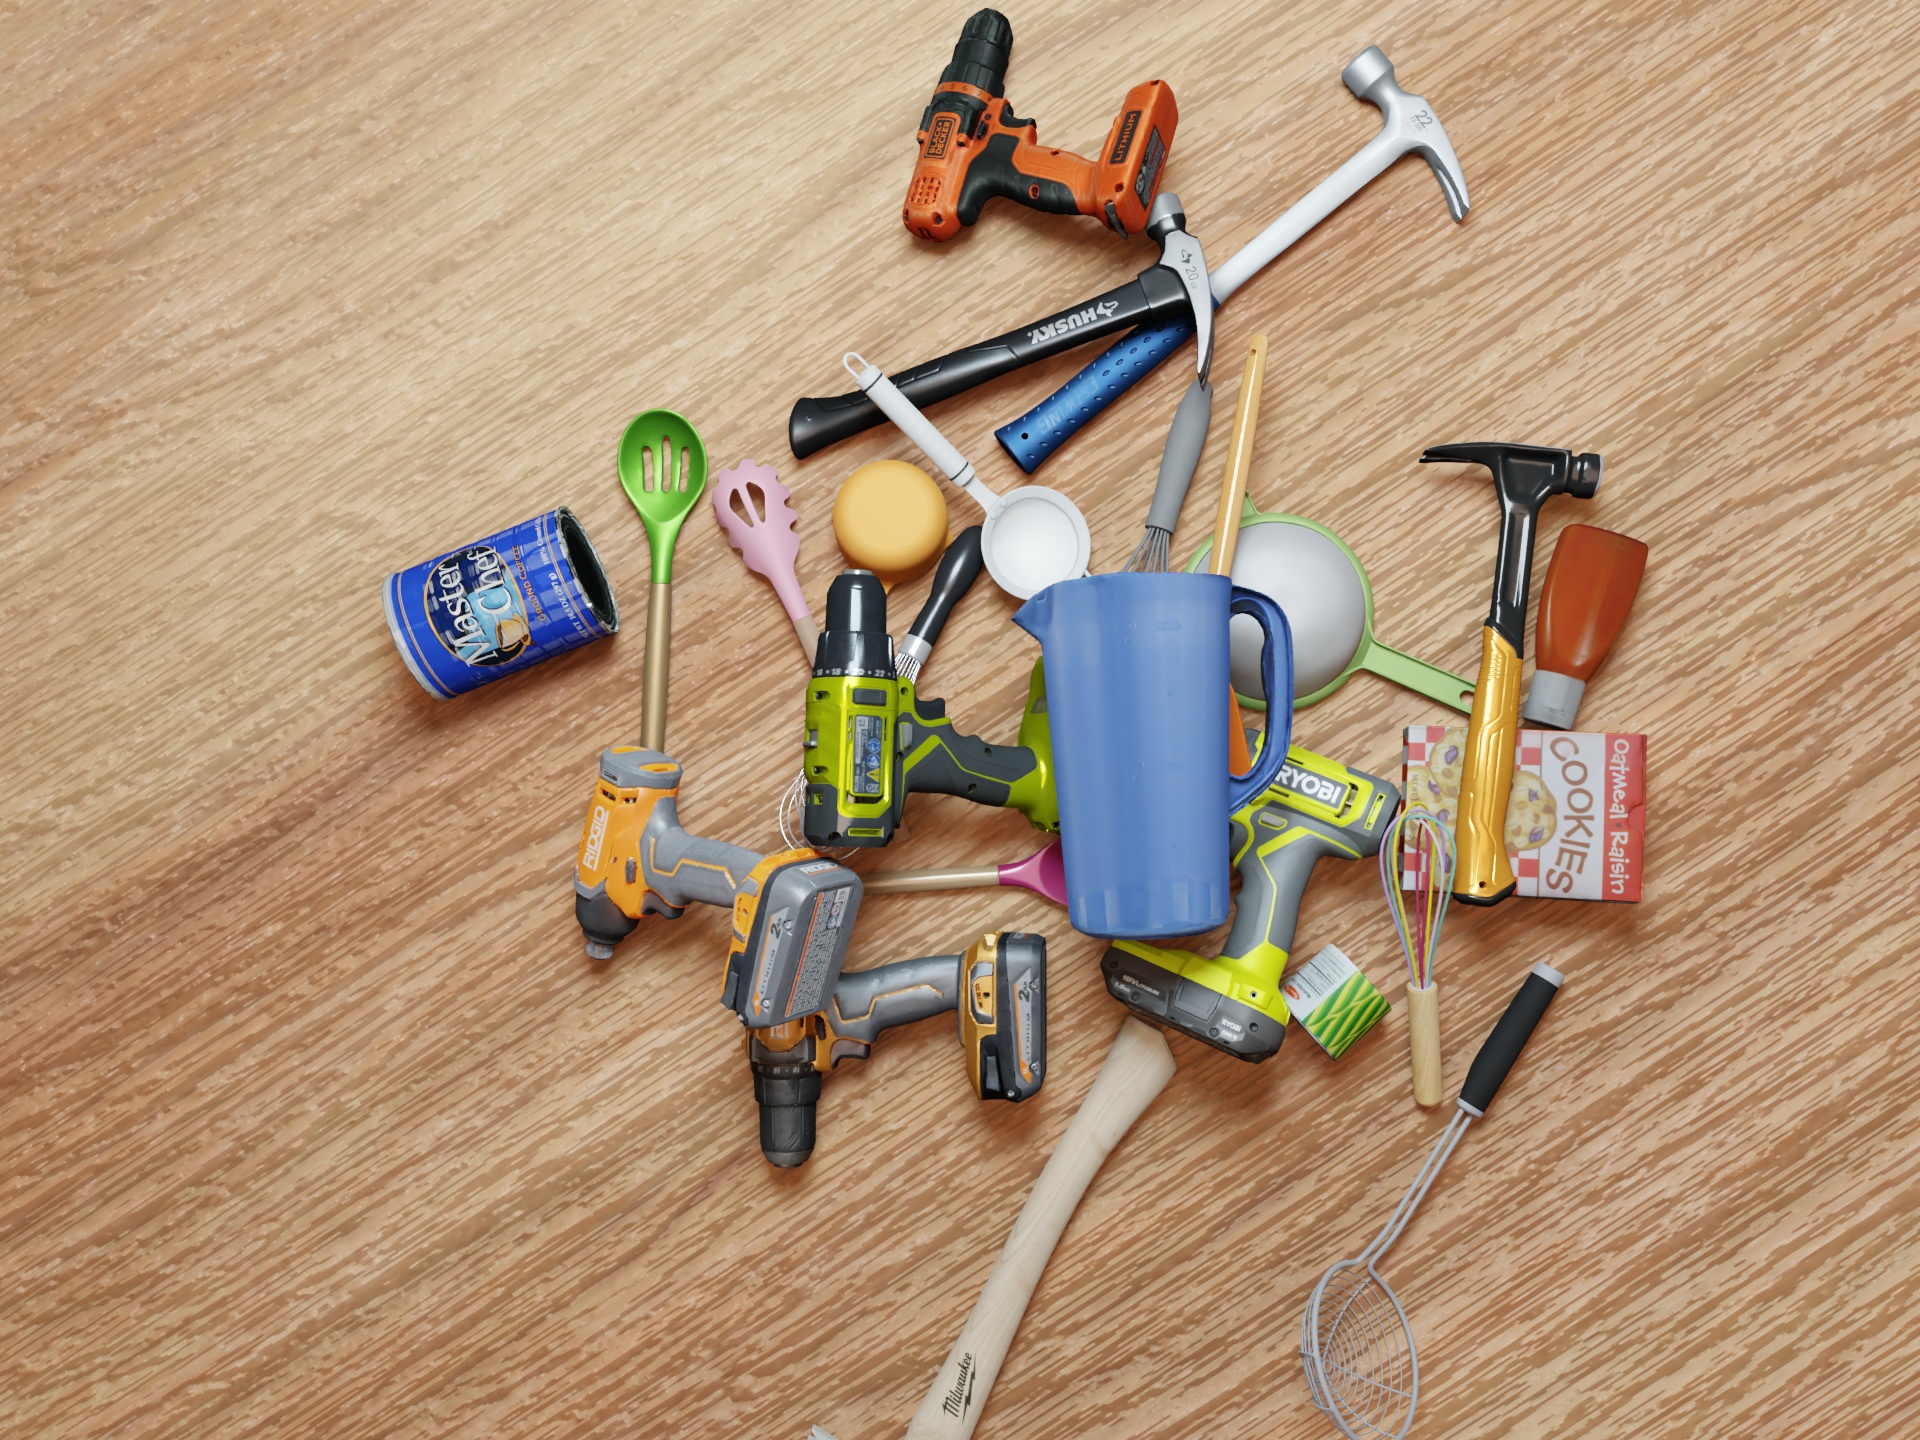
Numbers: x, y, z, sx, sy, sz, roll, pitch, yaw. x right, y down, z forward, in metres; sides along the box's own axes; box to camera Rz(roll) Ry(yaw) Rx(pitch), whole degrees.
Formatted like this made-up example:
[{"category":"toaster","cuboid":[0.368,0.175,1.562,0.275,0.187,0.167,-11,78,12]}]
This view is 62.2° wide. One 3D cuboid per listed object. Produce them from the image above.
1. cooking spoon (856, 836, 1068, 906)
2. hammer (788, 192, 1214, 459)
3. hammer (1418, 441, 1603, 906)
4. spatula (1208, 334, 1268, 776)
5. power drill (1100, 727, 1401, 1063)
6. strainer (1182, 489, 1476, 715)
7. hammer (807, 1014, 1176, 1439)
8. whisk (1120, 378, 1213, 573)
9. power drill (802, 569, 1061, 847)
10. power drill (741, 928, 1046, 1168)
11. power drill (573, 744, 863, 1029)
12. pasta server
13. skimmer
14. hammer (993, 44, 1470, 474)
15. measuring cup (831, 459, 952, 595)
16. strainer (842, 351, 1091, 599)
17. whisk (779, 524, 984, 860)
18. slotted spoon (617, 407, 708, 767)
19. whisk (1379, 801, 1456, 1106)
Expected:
[{"category":"cooking spoon","cuboid":[0.003,0.119,1.208,0.319,0.017,0.069,-4,85,2]},{"category":"hammer","cuboid":[0.027,-0.265,1.180,0.335,0.035,0.146,-20,74,9]},{"category":"hammer","cuboid":[0.380,-0.035,1.145,0.127,0.034,0.337,7,84,7]},{"category":"spatula","cuboid":[0.193,-0.118,1.147,0.081,0.041,0.322,7,85,40]},{"category":"power drill","cuboid":[0.197,0.118,1.155,0.171,0.080,0.223,22,79,20]},{"category":"strainer","cuboid":[0.284,-0.060,1.173,0.256,0.069,0.151,24,90,4]},{"category":"hammer","cuboid":[0.038,0.405,1.195,0.146,0.038,0.410,28,90,4]},{"category":"whisk","cuboid":[0.151,-0.143,1.195,0.055,0.055,0.239,17,85,2]},{"category":"power drill","cuboid":[-0.002,-0.004,1.131,0.228,0.080,0.190,4,86,-25]},{"category":"power drill","cuboid":[-0.051,0.240,1.180,0.226,0.084,0.185,0,89,7]},{"category":"power drill","cuboid":[-0.189,0.132,1.143,0.227,0.084,0.164,25,107,31]},{"category":"pasta server","cuboid":[-0.109,-0.053,1.212,0.060,0.040,0.316,-24,93,2]},{"category":"skimmer","cuboid":[0.360,0.347,1.157,0.127,0.090,0.363,33,88,-30]},{"category":"hammer","cuboid":[0.199,-0.324,1.197,0.405,0.035,0.144,-39,88,1]},{"category":"measuring cup","cuboid":[-0.062,-0.111,1.186,0.095,0.052,0.174,13,82,2]},{"category":"strainer","cuboid":[0.007,-0.176,1.172,0.258,0.050,0.087,44,76,-17]},{"category":"whisk","cuboid":[-0.050,-0.025,1.179,0.070,0.070,0.285,27,77,2]},{"category":"slotted spoon","cuboid":[-0.232,-0.079,1.215,0.070,0.031,0.314,3,91,2]},{"category":"whisk","cuboid":[0.337,0.172,1.153,0.051,0.047,0.244,-2,111,19]}]
